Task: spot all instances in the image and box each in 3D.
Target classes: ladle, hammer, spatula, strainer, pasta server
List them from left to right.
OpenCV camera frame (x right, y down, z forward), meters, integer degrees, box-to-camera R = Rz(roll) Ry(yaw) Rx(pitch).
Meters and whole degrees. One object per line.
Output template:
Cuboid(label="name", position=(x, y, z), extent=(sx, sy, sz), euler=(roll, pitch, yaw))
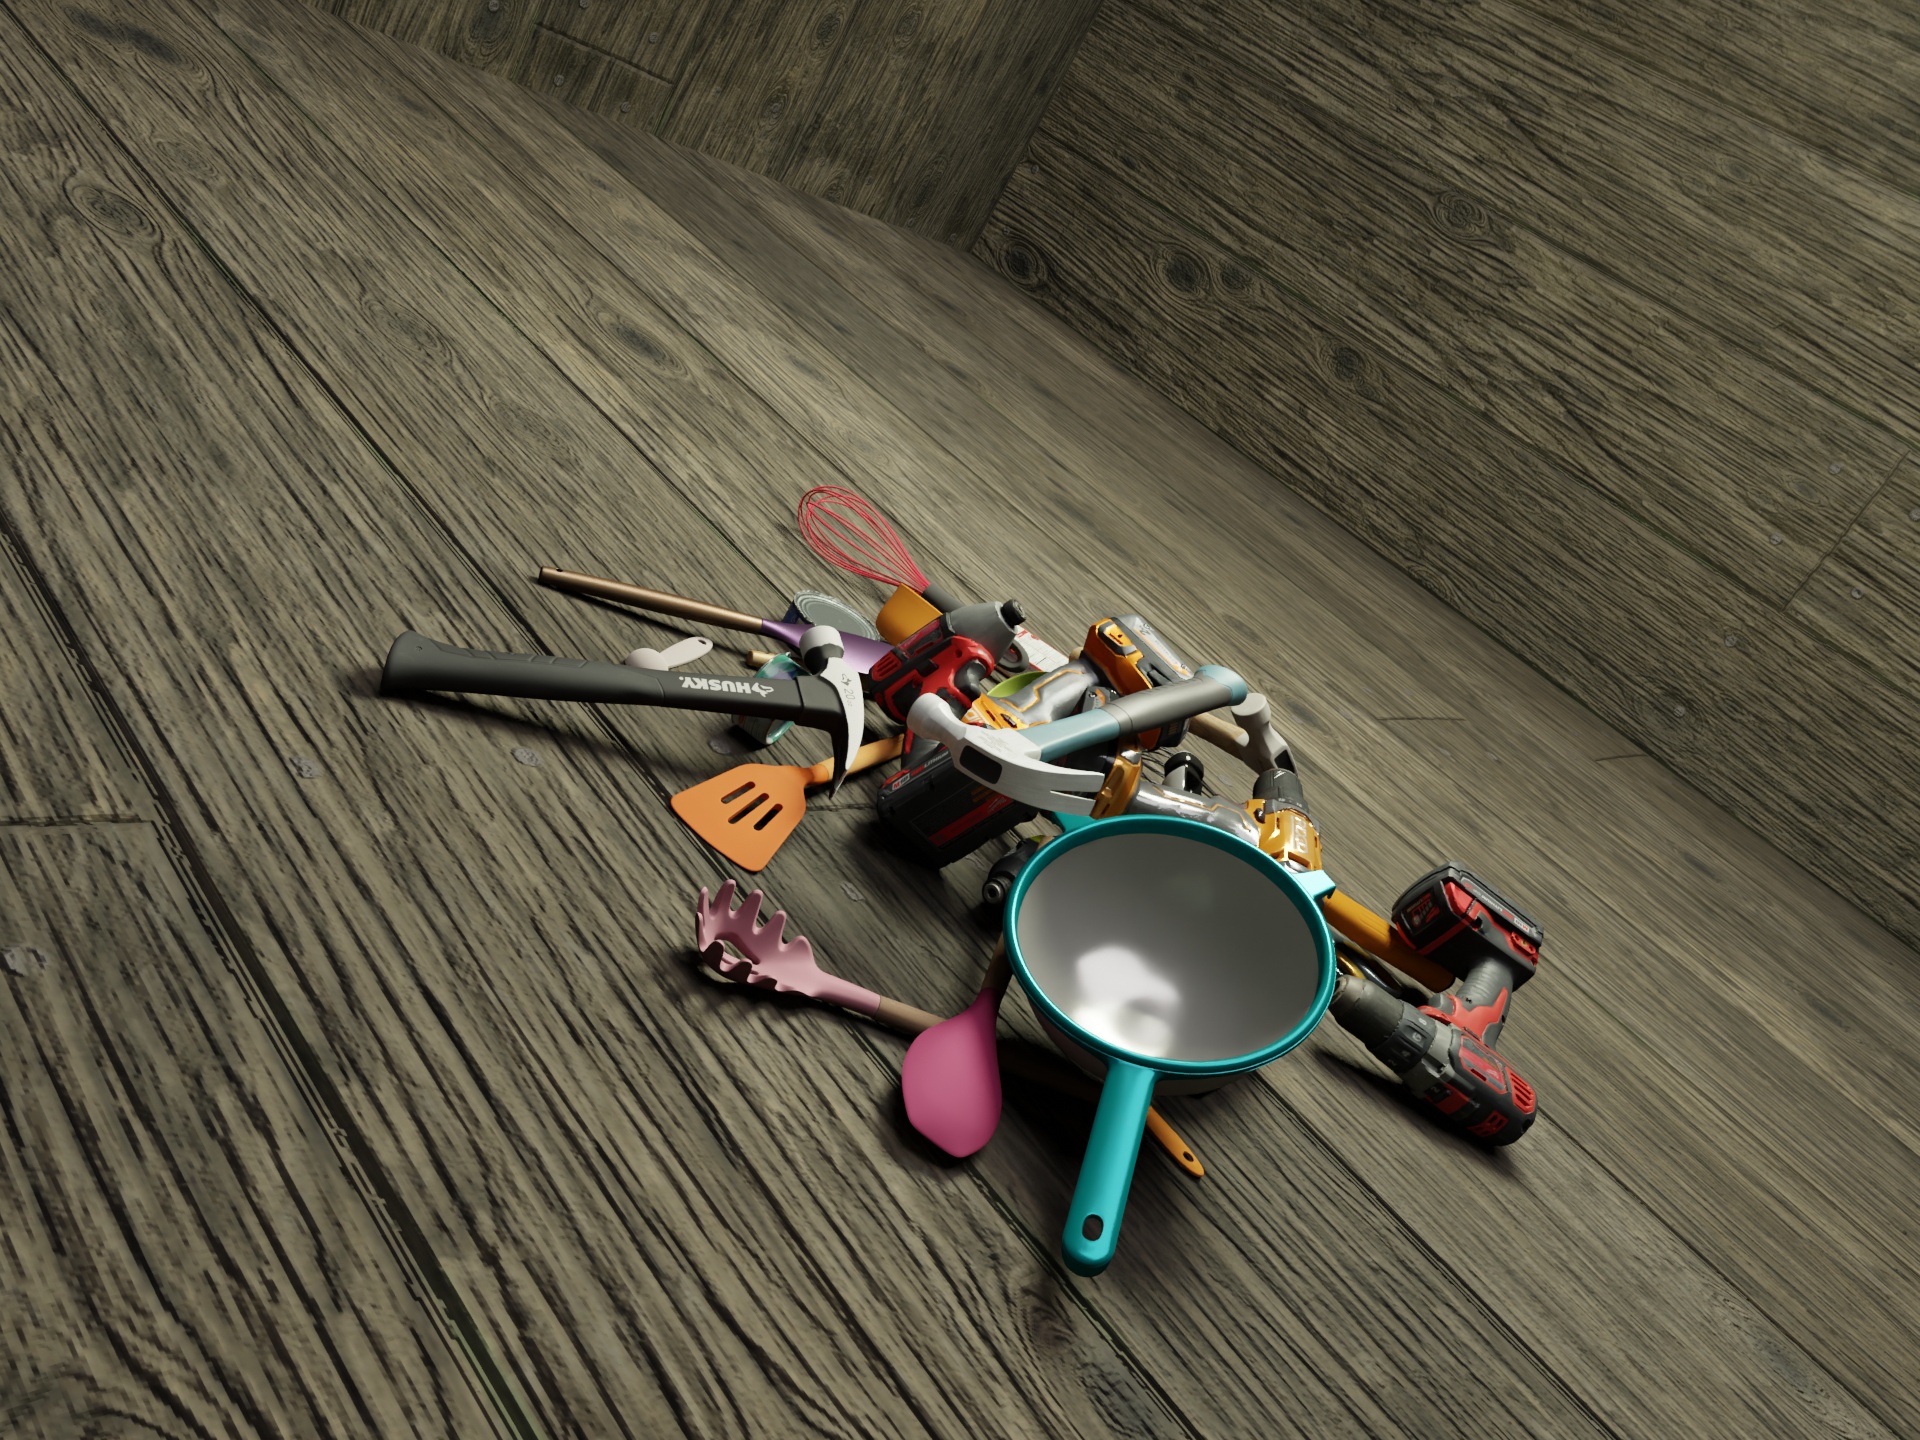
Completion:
Cuboid(label="hammer", position=(-0.222, -0.020, 1.093), extent=(0.334, 0.035, 0.146), euler=(5, 46, -27))
Cuboid(label="spatula", position=(-0.191, -0.083, 1.319), extent=(0.315, 0.018, 0.060), euler=(14, 32, -22))
Cuboid(label="spatula", position=(-0.101, 0.044, 1.206), extent=(0.081, 0.041, 0.322), euler=(37, 19, 13))
Cuboid(label="ladle", position=(-0.043, -0.038, 1.408), extent=(0.320, 0.062, 0.078), euler=(11, 8, -34))
Cuboid(label="pasta server", position=(-0.025, 0.182, 0.986), extent=(0.316, 0.040, 0.060), euler=(25, 33, -17))
Cuboid(label="hammer", position=(0.112, -0.001, 1.166), extent=(0.128, 0.033, 0.331), euler=(36, 30, 28))
Cuboid(label="strainer", position=(0.110, 0.207, 0.984), extent=(0.211, 0.095, 0.341), euler=(15, 44, 9))
Cuboid(label="hammer", position=(0.198, -0.009, 1.482), extent=(0.332, 0.031, 0.130), euler=(33, -24, 57))
Cuboid(label="hammer", position=(0.307, 0.155, 1.381), extent=(0.336, 0.034, 0.127), euler=(32, 38, -20))

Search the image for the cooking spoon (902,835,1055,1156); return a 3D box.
Cuboid(label="cooking spoon", position=(0.025, 0.162, 1.027), extent=(0.068, 0.017, 0.319), euler=(37, 31, -5))

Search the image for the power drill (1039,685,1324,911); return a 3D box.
Cuboid(label="power drill", position=(0.182, 0.059, 1.255), extent=(0.226, 0.084, 0.185), euler=(27, 30, -4))

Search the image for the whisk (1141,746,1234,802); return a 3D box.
Cuboid(label="whisk", position=(0.251, 0.087, 1.528), extent=(0.238, 0.055, 0.055), euler=(28, 22, -19))

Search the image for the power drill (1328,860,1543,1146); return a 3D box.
Cuboid(label="power drill", position=(0.394, 0.220, 1.317), extent=(0.188, 0.080, 0.227), euler=(36, 40, -5))

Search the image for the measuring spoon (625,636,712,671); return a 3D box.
Cuboid(label="measuring spoon", position=(-0.225, -0.056, 1.261), extent=(0.034, 0.018, 0.124), euler=(34, 22, 7))

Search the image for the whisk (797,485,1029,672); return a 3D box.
Cuboid(label="whisk", position=(-0.048, -0.140, 1.601), extent=(0.296, 0.073, 0.073), euler=(38, 23, 13))

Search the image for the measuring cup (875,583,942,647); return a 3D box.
Cuboid(label="measuring cup", position=(-0.021, -0.066, 1.516), extent=(0.095, 0.052, 0.173), euler=(39, -2, 31))

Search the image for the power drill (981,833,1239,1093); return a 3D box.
Cuboid(label="power drill", position=(0.128, 0.166, 1.170), extent=(0.223, 0.080, 0.171), euler=(38, 23, 26))

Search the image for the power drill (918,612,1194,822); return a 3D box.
Cuboid(label="power drill", position=(0.088, 0.002, 1.360), extent=(0.226, 0.084, 0.164), euler=(-19, 49, -22))

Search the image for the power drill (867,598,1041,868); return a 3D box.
Cuboid(label="power drill", position=(-0.002, -0.004, 1.235), extent=(0.078, 0.143, 0.220), euler=(45, 23, -32))

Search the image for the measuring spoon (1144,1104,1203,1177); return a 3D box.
Cuboid(label="measuring spoon", position=(0.123, 0.255, 1.052), extent=(0.021, 0.011, 0.117), euler=(4, 34, -48))
